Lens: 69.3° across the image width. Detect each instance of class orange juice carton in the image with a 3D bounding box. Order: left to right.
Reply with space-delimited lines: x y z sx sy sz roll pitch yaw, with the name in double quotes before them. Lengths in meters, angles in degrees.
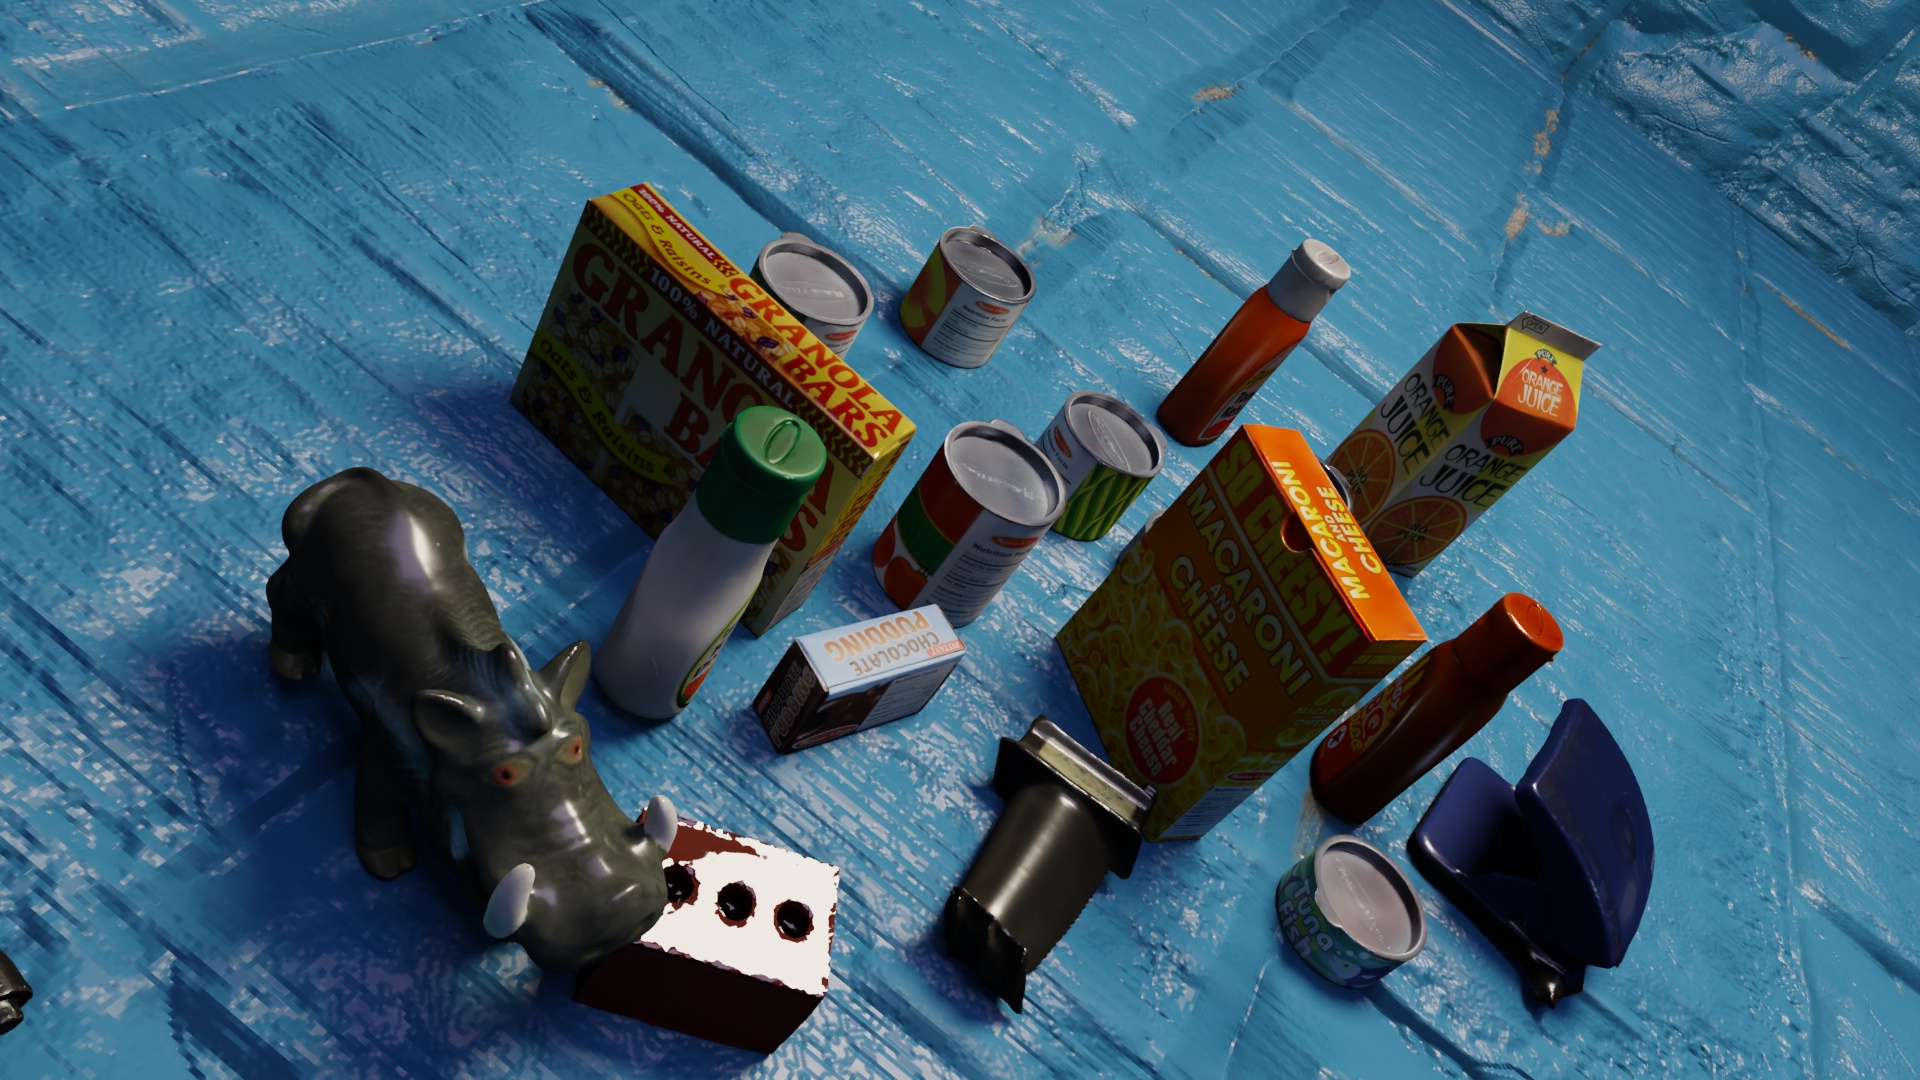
"orange juice carton" 0.319 -0.068 0.895 0.072 0.191 0.073 16 43 -25

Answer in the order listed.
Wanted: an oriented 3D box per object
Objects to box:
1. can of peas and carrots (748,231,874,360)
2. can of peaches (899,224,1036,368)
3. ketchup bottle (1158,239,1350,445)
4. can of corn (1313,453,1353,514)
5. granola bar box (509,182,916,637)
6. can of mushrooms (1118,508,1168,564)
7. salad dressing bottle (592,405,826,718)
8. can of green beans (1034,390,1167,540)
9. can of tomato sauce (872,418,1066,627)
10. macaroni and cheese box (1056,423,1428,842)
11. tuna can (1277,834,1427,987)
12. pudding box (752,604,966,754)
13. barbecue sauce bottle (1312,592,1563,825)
"can of peas and carrots" -0.090 -0.121 0.750 0.071 0.058 0.071 21 41 -19
"can of peaches" 0.004 -0.150 0.850 0.071 0.057 0.071 21 41 -19
"ketchup bottle" 0.189 -0.127 0.893 0.043 0.148 0.065 47 39 13
"can of corn" 0.201 -0.019 0.863 0.071 0.058 0.071 21 41 -19
"granola bar box" -0.113 -0.056 0.614 0.165 0.123 0.039 43 38 8
"can of mushrooms" 0.127 0.018 0.790 0.071 0.033 0.071 21 41 -19
"salad dressing bottle" -0.098 0.011 0.538 0.044 0.147 0.064 31 38 -7
"can of green beans" 0.073 -0.042 0.793 0.071 0.057 0.071 21 41 -19
"can of tomato sauce" 0.002 -0.009 0.685 0.071 0.082 0.071 21 41 -19
"macaroni and cheese box" 0.122 0.046 0.651 0.040 0.165 0.124 4 49 -35
"tuna can" 0.187 0.179 0.671 0.071 0.032 0.071 21 41 -19
"pudding box" -0.043 0.060 0.607 0.084 0.049 0.030 -12 59 -44
"barbecue sauce bottle" 0.244 0.085 0.717 0.043 0.147 0.065 36 38 0
